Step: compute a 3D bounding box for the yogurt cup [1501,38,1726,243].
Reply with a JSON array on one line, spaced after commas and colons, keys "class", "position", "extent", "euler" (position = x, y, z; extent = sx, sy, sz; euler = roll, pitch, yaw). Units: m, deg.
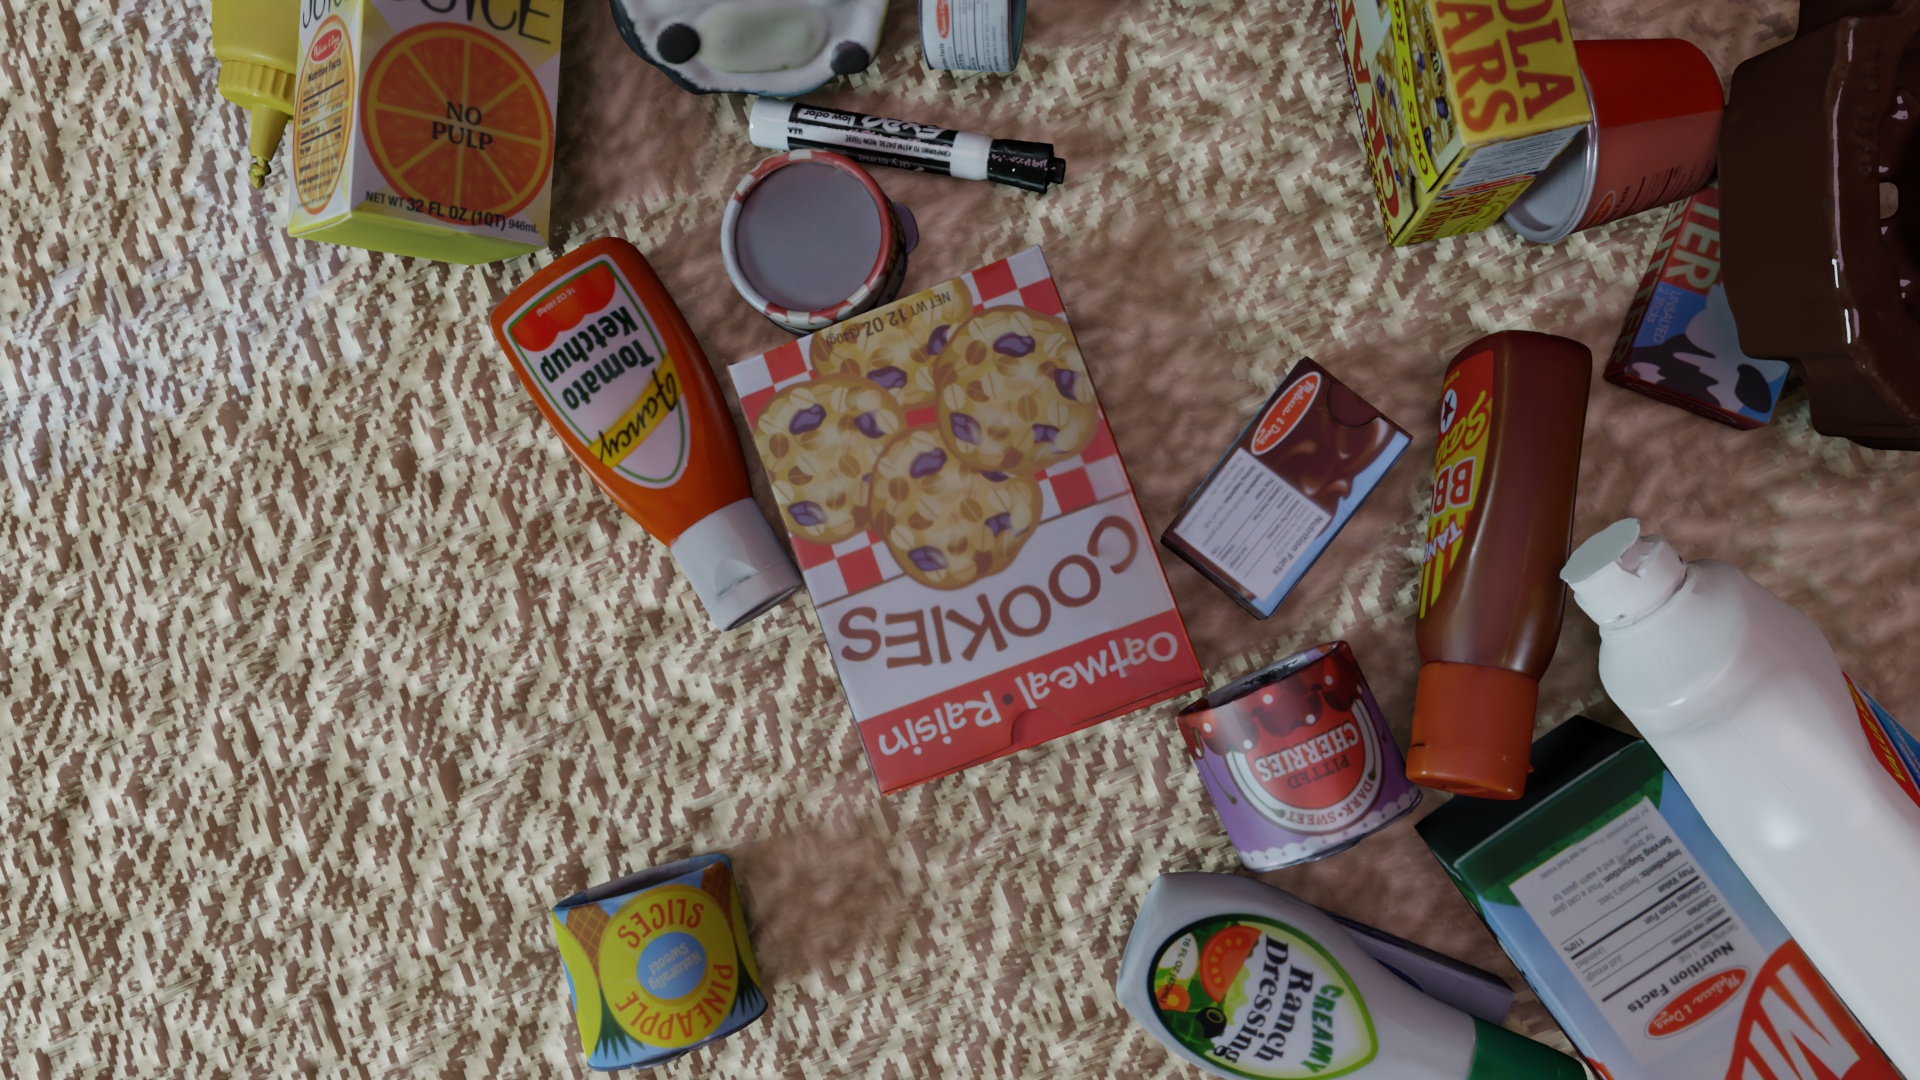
[{"class": "yogurt cup", "position": [0.220, -0.140, 0.475], "extent": [0.054, 0.072, 0.072], "euler": [-11, 87, -6]}]

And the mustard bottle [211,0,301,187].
[{"class": "mustard bottle", "position": [-0.258, -0.217, 0.544], "extent": [0.065, 0.049, 0.160], "euler": [12, 89, 10]}]

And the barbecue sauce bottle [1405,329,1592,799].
[{"class": "barbecue sauce bottle", "position": [0.176, 0.009, 0.461], "extent": [0.044, 0.064, 0.149], "euler": [11, 77, 3]}]

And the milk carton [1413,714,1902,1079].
[{"class": "milk carton", "position": [0.242, 0.159, 0.457], "extent": [0.073, 0.072, 0.190], "euler": [-36, 83, 5]}]

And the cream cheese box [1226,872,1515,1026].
[{"class": "cream cheese box", "position": [0.135, 0.162, 0.493], "extent": [0.104, 0.024, 0.053], "euler": [20, 90, 7]}]

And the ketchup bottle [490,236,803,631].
[{"class": "ketchup bottle", "position": [-0.112, -0.037, 0.522], "extent": [0.064, 0.043, 0.149], "euler": [-33, 85, 5]}]

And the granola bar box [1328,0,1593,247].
[{"class": "granola bar box", "position": [0.150, -0.192, 0.455], "extent": [0.039, 0.124, 0.165], "euler": [-12, 86, 7]}]

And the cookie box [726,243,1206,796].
[{"class": "cookie box", "position": [0.002, -0.006, 0.508], "extent": [0.123, 0.040, 0.167], "euler": [-20, 85, 6]}]

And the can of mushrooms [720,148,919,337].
[{"class": "can of mushrooms", "position": [-0.053, -0.112, 0.523], "extent": [0.071, 0.033, 0.071], "euler": [0, 87, 8]}]

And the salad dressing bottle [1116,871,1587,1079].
[{"class": "salad dressing bottle", "position": [0.127, 0.159, 0.458], "extent": [0.148, 0.044, 0.064], "euler": [21, 94, 7]}]

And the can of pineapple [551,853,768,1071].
[{"class": "can of pineapple", "position": [-0.108, 0.150, 0.501], "extent": [0.071, 0.071, 0.058], "euler": [-16, 86, 6]}]

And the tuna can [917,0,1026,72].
[{"class": "tuna can", "position": [0.006, -0.206, 0.504], "extent": [0.033, 0.071, 0.071], "euler": [5, 89, 6]}]

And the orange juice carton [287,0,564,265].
[{"class": "orange juice carton", "position": [-0.192, -0.203, 0.506], "extent": [0.073, 0.072, 0.192], "euler": [6, 92, 48]}]

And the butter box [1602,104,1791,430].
[{"class": "butter box", "position": [0.272, -0.096, 0.487], "extent": [0.053, 0.024, 0.103], "euler": [21, 91, 7]}]

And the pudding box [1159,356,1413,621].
[{"class": "pudding box", "position": [0.116, -0.018, 0.500], "extent": [0.050, 0.030, 0.083], "euler": [38, 92, 8]}]

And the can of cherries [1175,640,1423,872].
[{"class": "can of cherries", "position": [0.115, 0.073, 0.475], "extent": [0.071, 0.071, 0.058], "euler": [-24, 85, 6]}]
